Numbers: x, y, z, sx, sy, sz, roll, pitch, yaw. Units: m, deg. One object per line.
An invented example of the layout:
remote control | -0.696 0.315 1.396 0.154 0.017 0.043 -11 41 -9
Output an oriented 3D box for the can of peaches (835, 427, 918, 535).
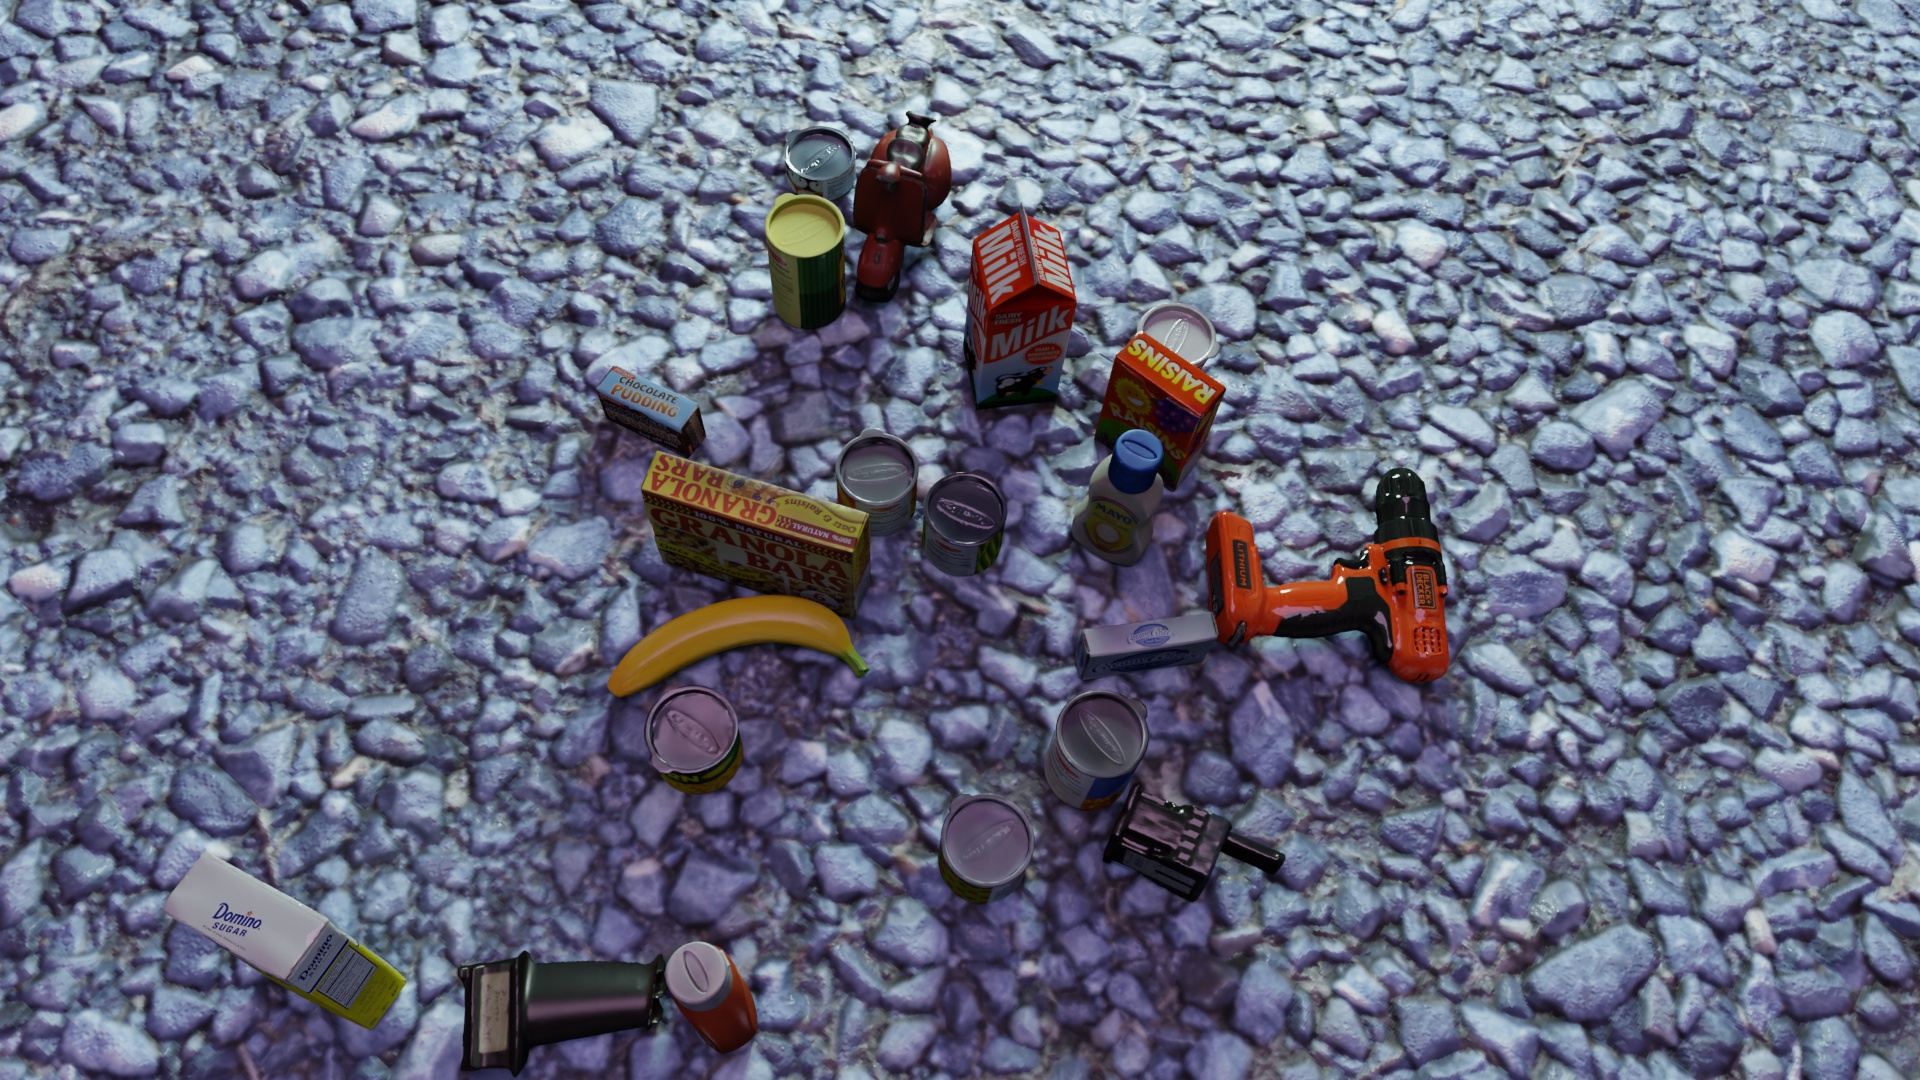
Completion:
can of peaches | -0.068 -0.046 1.125 0.071 0.057 0.071 1 63 -3

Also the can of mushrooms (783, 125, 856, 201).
can of mushrooms | -0.132 -0.351 1.290 0.071 0.033 0.071 1 63 -3

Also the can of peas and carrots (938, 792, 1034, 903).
can of peas and carrots | 0.016 0.219 0.993 0.071 0.058 0.071 1 63 -3

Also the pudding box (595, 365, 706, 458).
pudding box | -0.255 -0.107 1.149 0.084 0.049 0.030 26 65 10

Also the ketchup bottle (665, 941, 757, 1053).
ketchup bottle | -0.161 0.290 0.896 0.044 0.148 0.065 -28 68 -16

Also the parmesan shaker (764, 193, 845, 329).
parmesan shaker | -0.133 -0.240 1.195 0.071 0.102 0.071 1 63 -3

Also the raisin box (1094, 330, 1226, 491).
raisin box | 0.160 -0.104 1.132 0.086 0.123 0.040 38 67 15

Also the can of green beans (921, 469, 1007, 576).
can of green beans | 0.003 -0.012 1.112 0.071 0.057 0.071 1 63 -3

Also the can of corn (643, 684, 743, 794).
can of corn | -0.196 0.149 1.017 0.071 0.058 0.071 1 63 -3

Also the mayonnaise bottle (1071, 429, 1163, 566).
mayonnaise bottle | 0.126 -0.034 1.080 0.065 0.147 0.041 28 65 10

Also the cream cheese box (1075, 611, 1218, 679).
cream cheese box | 0.143 0.082 1.075 0.104 0.053 0.024 -7 64 -7

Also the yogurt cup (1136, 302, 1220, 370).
yogurt cup | 0.183 -0.163 1.203 0.072 0.053 0.072 1 63 -3

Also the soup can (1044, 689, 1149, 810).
soup can | 0.100 0.154 1.018 0.071 0.083 0.071 1 63 -3

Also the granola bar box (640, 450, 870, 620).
granola bar box | -0.153 -0.001 1.059 0.166 0.123 0.039 16 64 5

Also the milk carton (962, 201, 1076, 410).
milk carton | 0.047 -0.188 1.130 0.073 0.189 0.072 -7 64 -7
